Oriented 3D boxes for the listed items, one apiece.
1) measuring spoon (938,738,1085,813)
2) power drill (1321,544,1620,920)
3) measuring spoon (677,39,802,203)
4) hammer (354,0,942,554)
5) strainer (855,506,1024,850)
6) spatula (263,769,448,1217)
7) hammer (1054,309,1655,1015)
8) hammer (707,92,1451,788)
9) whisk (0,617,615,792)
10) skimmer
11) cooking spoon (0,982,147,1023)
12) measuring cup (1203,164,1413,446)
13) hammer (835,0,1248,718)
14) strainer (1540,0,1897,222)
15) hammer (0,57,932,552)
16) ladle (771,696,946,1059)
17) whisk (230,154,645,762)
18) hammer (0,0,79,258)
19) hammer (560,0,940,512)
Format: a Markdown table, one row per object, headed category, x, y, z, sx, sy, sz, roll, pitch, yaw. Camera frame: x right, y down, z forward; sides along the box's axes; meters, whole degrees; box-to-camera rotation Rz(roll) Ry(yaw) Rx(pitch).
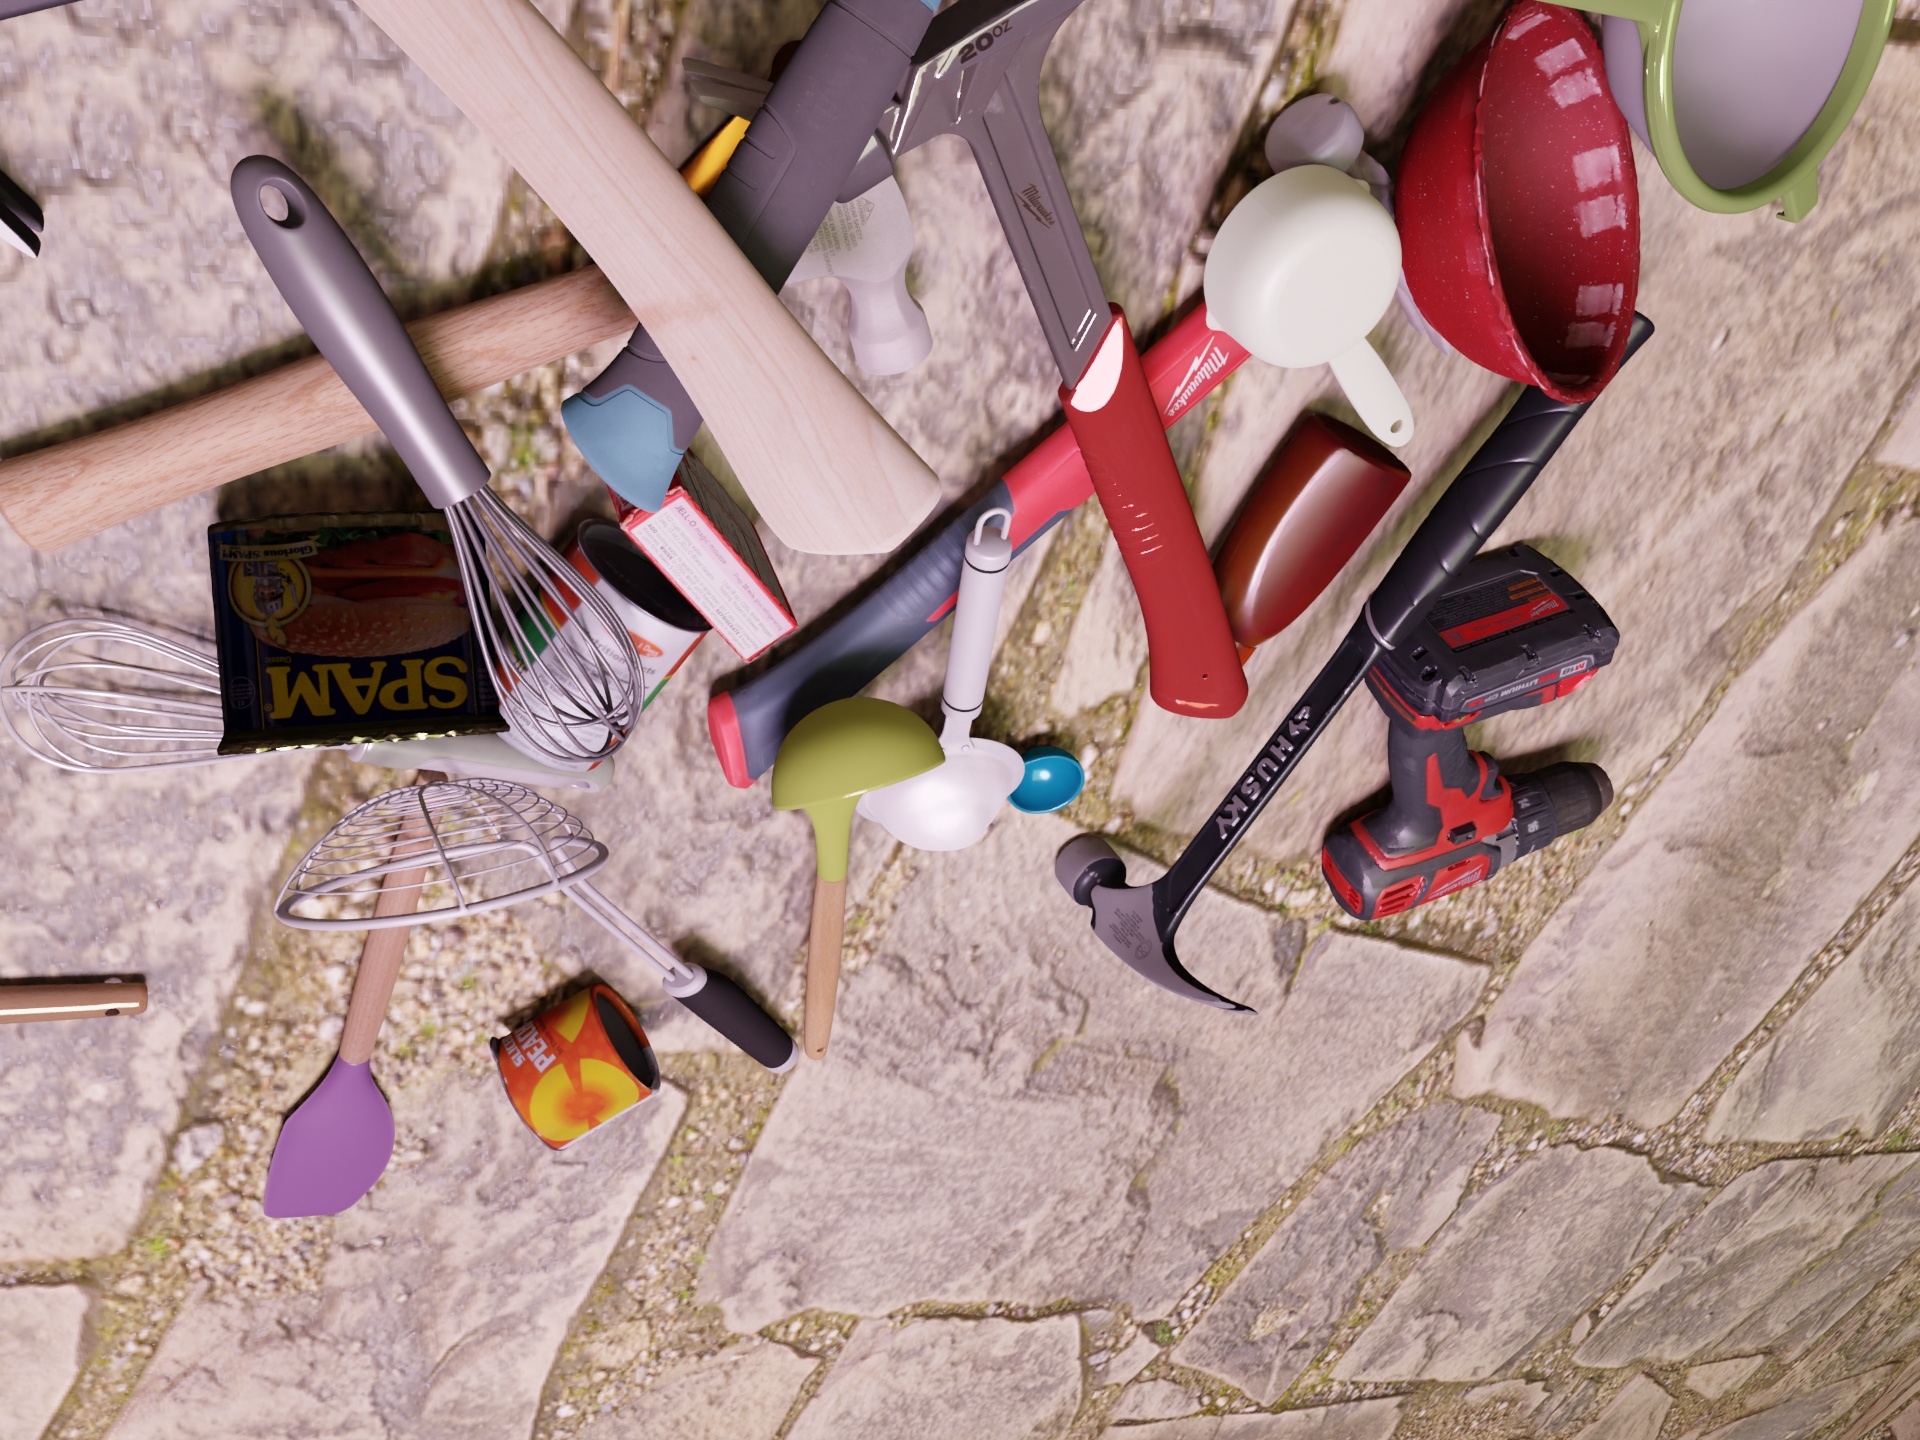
| category | x | y | z | sx | sy | sz | roll | pitch | yaw |
| --- | --- | --- | --- | --- | --- | --- | --- | --- | --- |
| measuring spoon | 0.005 | 0.017 | 0.812 | 0.128 | 0.021 | 0.042 | 15 | 126 | -25 |
| power drill | 0.307 | 0.013 | 0.916 | 0.188 | 0.080 | 0.226 | -18 | 137 | -11 |
| measuring spoon | -0.089 | -0.196 | 0.575 | 0.117 | 0.011 | 0.021 | -45 | 133 | 15 |
| hammer | -0.139 | -0.206 | 0.426 | 0.146 | 0.038 | 0.410 | -41 | 114 | 6 |
| strainer | -0.001 | -0.002 | 0.728 | 0.087 | 0.050 | 0.258 | -6 | 142 | -13 |
| spatula | -0.287 | 0.145 | 0.773 | 0.059 | 0.018 | 0.315 | 5 | 127 | -31 |
| hammer | 0.202 | -0.031 | 0.800 | 0.036 | 0.149 | 0.409 | 23 | 109 | -39 |
| hammer | 0.044 | -0.094 | 0.714 | 0.386 | 0.038 | 0.143 | -40 | 136 | 10 |
| whisk | -0.253 | 0.005 | 0.648 | 0.246 | 0.059 | 0.058 | 11 | 161 | -39 |
| skimmer | -0.164 | 0.126 | 0.743 | 0.127 | 0.090 | 0.362 | -5 | 149 | 19 |
| cooking spoon | -0.507 | 0.121 | 0.642 | 0.318 | 0.017 | 0.068 | 2 | 128 | -27 |
| measuring cup | 0.164 | -0.157 | 0.663 | 0.083 | 0.038 | 0.167 | -40 | 135 | 11 |
| hammer | 0.071 | -0.126 | 0.644 | 0.149 | 0.037 | 0.358 | -30 | 136 | 0 |
| strainer | 0.261 | -0.282 | 0.618 | 0.256 | 0.069 | 0.151 | -7 | 116 | -31 |
| hammer | -0.176 | -0.134 | 0.565 | 0.331 | 0.031 | 0.129 | -21 | 137 | -5 |
| ladle | -0.060 | 0.099 | 0.790 | 0.078 | 0.062 | 0.320 | -17 | 145 | -21 |
| whisk | -0.175 | -0.079 | 0.547 | 0.055 | 0.055 | 0.238 | -27 | 121 | -2 |
| hammer | -0.171 | -0.246 | 0.475 | 0.334 | 0.035 | 0.146 | -19 | 134 | -11 |
| hammer | -0.028 | -0.213 | 0.488 | 0.128 | 0.033 | 0.331 | 31 | 103 | -12 |
